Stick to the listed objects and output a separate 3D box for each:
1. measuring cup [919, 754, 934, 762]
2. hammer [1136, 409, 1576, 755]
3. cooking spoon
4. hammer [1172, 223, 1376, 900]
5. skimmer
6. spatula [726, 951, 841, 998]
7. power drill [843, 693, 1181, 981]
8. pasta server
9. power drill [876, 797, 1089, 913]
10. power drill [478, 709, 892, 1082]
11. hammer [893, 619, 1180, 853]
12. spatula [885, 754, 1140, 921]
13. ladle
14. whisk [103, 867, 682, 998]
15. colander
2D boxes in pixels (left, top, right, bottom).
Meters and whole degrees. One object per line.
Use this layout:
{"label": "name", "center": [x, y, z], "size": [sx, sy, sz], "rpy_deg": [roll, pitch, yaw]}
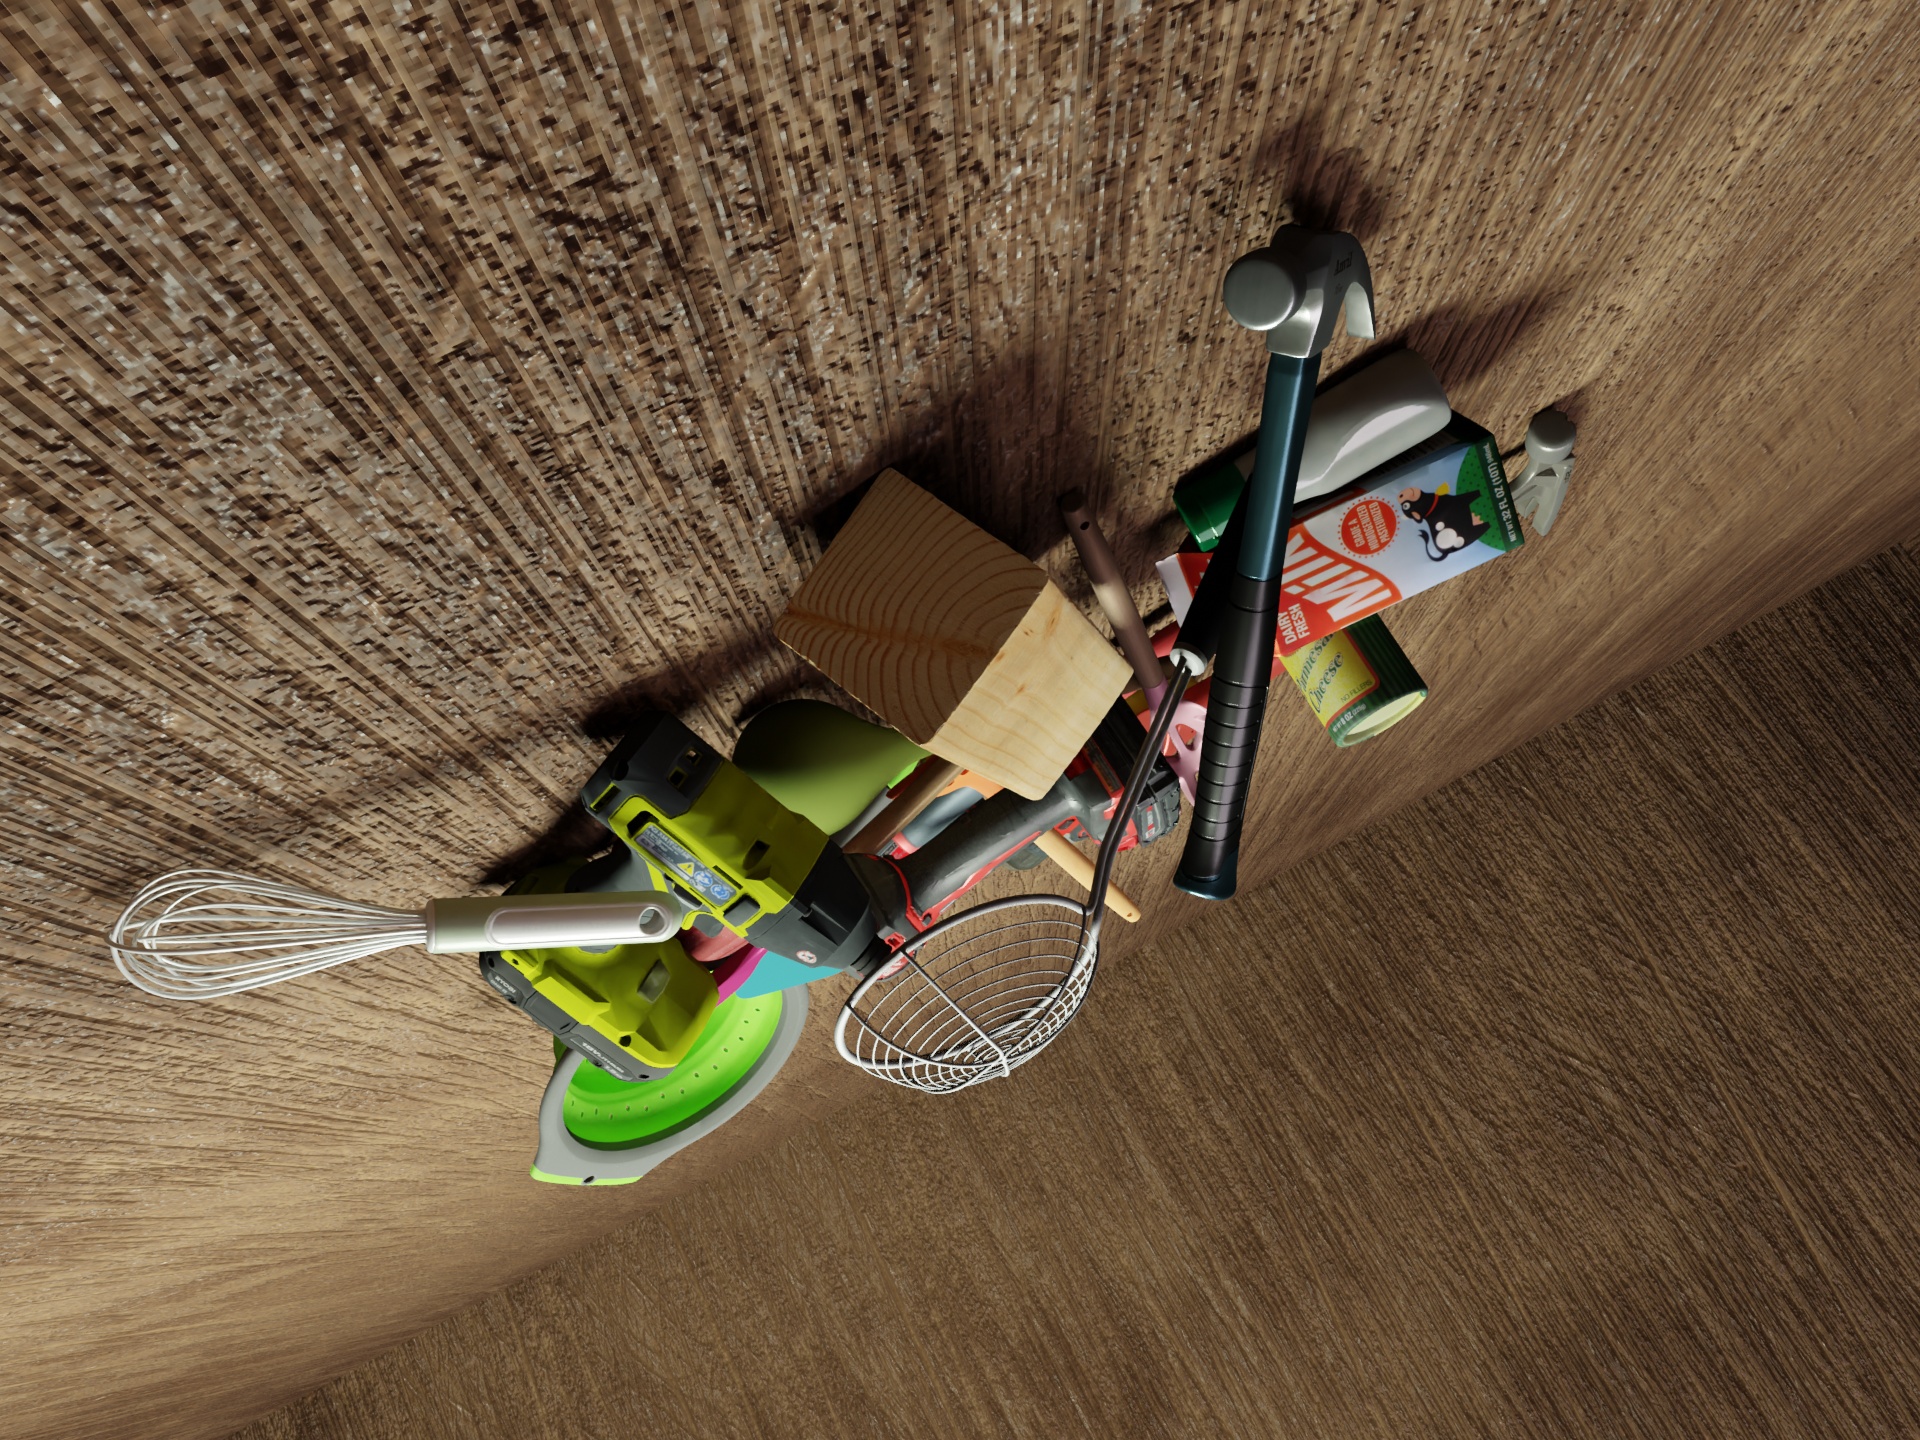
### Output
{"label": "measuring cup", "center": [-0.002, -0.003, 1.013], "size": [0.062, 0.029, 0.156], "rpy_deg": [-38, 175, 6]}
{"label": "hammer", "center": [0.279, -0.081, 1.129], "size": [0.359, 0.037, 0.149], "rpy_deg": [-34, 157, -2]}
{"label": "cooking spoon", "center": [-0.099, 0.114, 0.985], "size": [0.319, 0.017, 0.068], "rpy_deg": [-43, 168, 15]}
{"label": "hammer", "center": [0.132, -0.056, 0.718], "size": [0.128, 0.033, 0.330], "rpy_deg": [-40, 141, -50]}
{"label": "skimmer", "center": [0.060, 0.013, 0.764], "size": [0.363, 0.090, 0.127], "rpy_deg": [-63, 153, -22]}
{"label": "spatula", "center": [-0.015, 0.099, 1.092], "size": [0.317, 0.044, 0.082], "rpy_deg": [-30, 142, -26]}
{"label": "power drill", "center": [0.015, 0.076, 0.920], "size": [0.219, 0.079, 0.143], "rpy_deg": [-31, 161, -3]}
{"label": "pasta server", "center": [0.108, -0.032, 0.917], "size": [0.060, 0.040, 0.315], "rpy_deg": [-34, 147, 0]}
{"label": "power drill", "center": [0.029, 0.092, 1.259], "size": [0.226, 0.080, 0.188], "rpy_deg": [-19, 162, -40]}
{"label": "power drill", "center": [-0.149, 0.106, 0.838], "size": [0.223, 0.171, 0.080], "rpy_deg": [-39, -165, 45]}
{"label": "hammer", "center": [0.102, -0.029, 1.048], "size": [0.386, 0.038, 0.143], "rpy_deg": [-35, 162, 15]}
{"label": "spatula", "center": [0.056, 0.081, 1.087], "size": [0.081, 0.041, 0.322], "rpy_deg": [-37, 139, 9]}
{"label": "ladle", "center": [0.014, -0.002, 0.924], "size": [0.320, 0.078, 0.062], "rpy_deg": [-17, -167, -35]}
{"label": "whisk", "center": [-0.247, 0.093, 0.716], "size": [0.246, 0.058, 0.059], "rpy_deg": [0, -173, -23]}
{"label": "colander", "center": [-0.164, 0.146, 1.095], "size": [0.397, 0.095, 0.204], "rpy_deg": [-50, 145, 9]}
